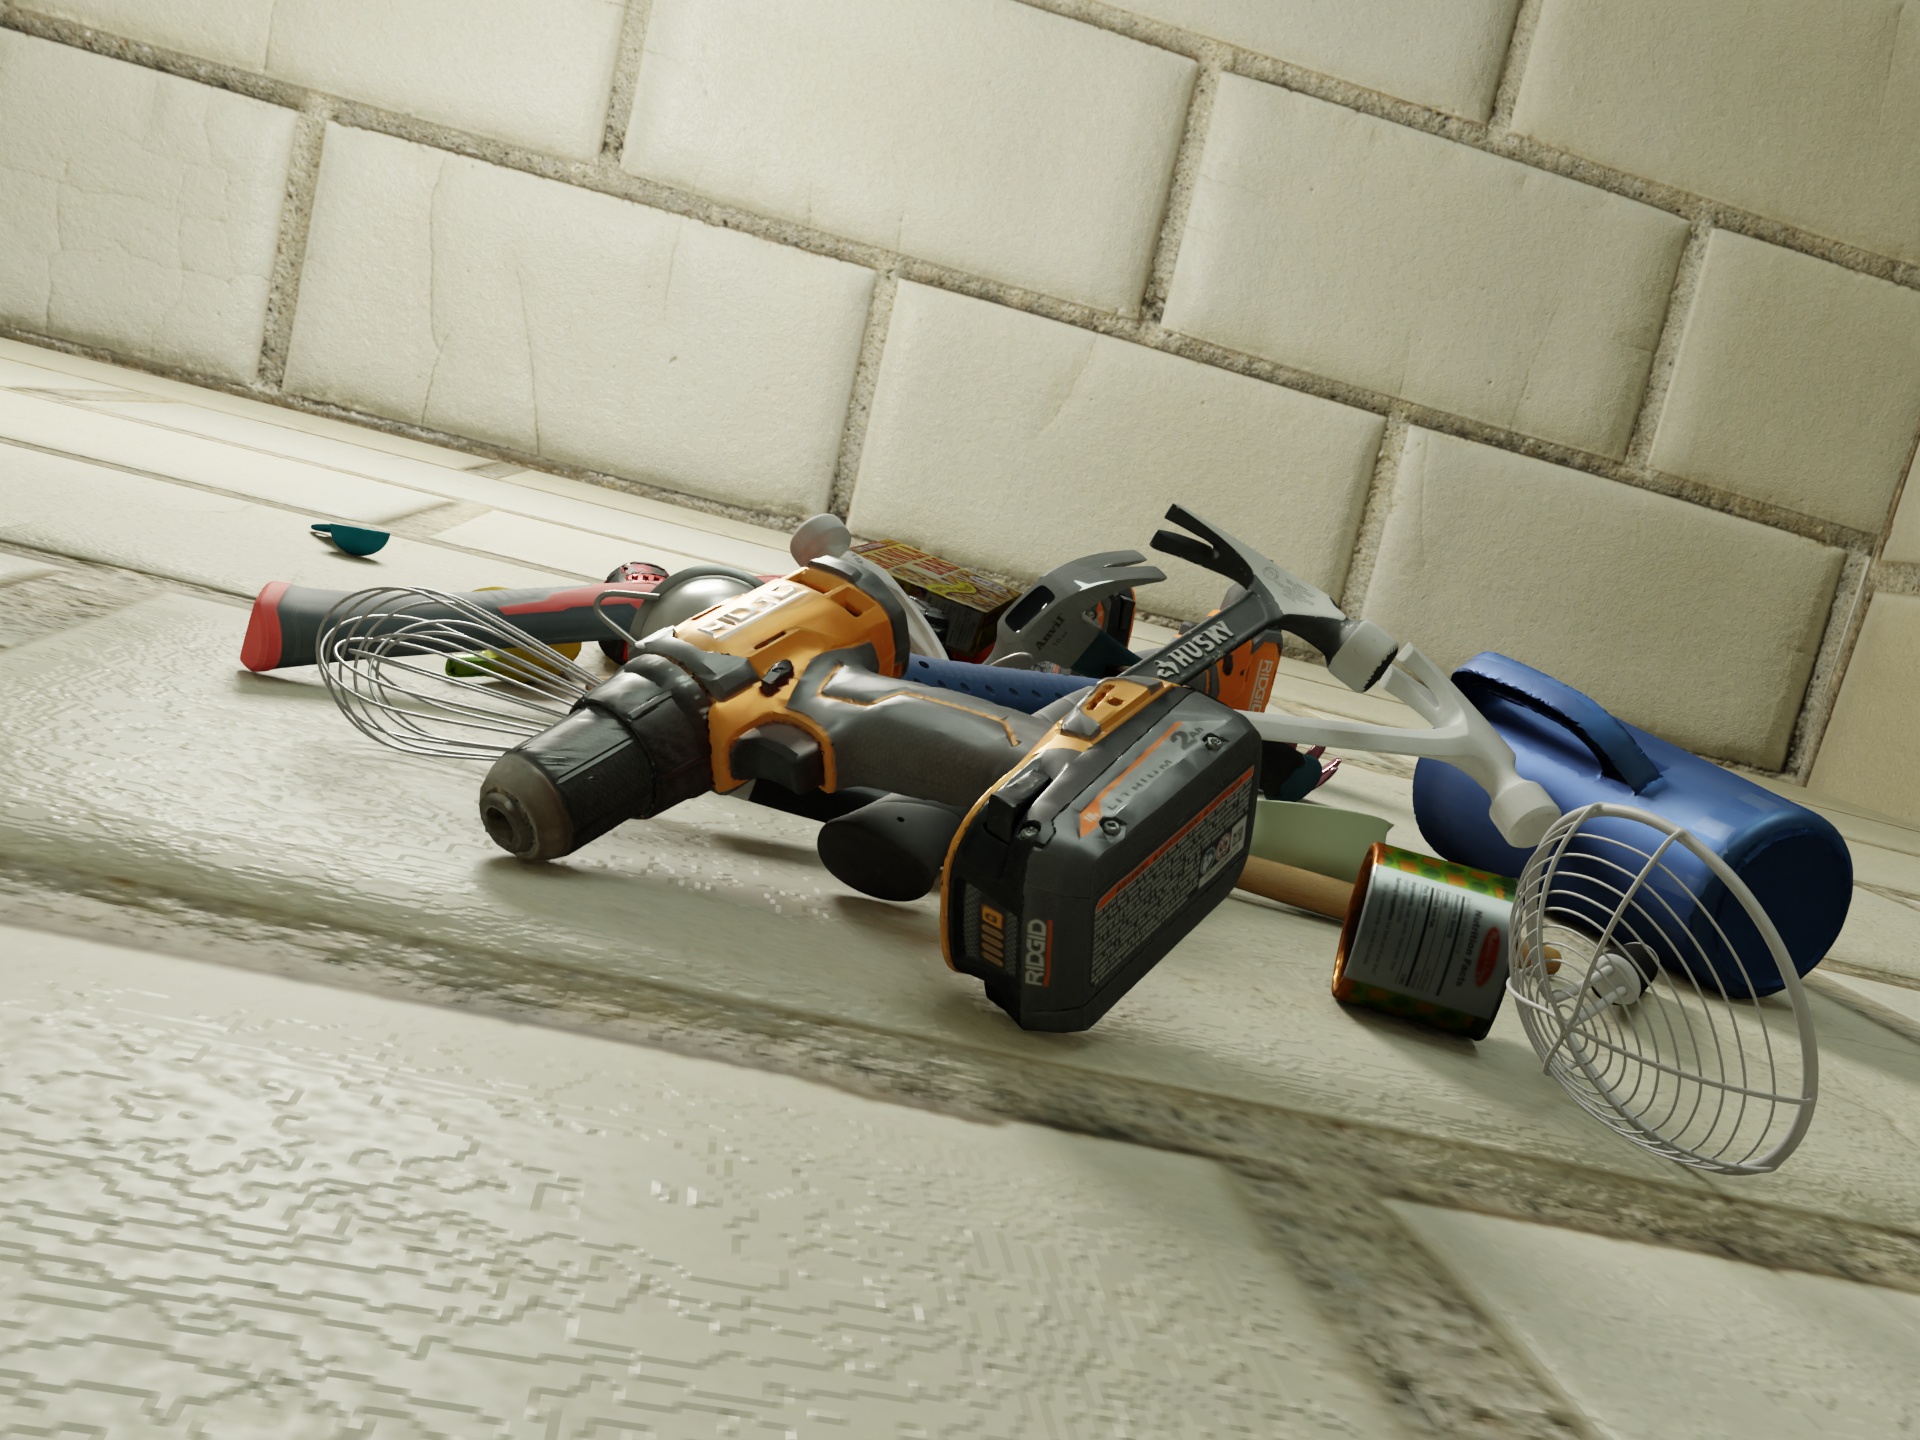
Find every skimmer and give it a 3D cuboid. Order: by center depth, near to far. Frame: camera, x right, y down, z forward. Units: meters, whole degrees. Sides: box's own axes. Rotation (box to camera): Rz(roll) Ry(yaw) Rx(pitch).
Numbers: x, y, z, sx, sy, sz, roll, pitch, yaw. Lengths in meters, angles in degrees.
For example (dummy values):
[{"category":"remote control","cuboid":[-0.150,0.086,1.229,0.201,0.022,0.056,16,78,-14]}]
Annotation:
[{"category":"skimmer","cuboid":[0.288,0.099,0.642,0.090,0.127,0.363,-28,-16,23]}]

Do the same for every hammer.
[{"category":"hammer","cuboid":[0.072,-0.013,0.753,0.149,0.036,0.409,40,37,17]},{"category":"hammer","cuboid":[-0.174,-0.047,0.837,0.386,0.038,0.143,-9,52,-45]},{"category":"hammer","cuboid":[0.138,-0.002,0.846,0.405,0.035,0.144,6,40,-29]},{"category":"hammer","cuboid":[0.136,-0.008,1.000,0.330,0.128,0.033,27,16,-46]}]

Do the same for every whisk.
[{"category":"whisk","cuboid":[-0.122,0.010,0.656,0.284,0.070,0.070,18,7,-10]}]

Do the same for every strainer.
[{"category":"strainer","cuboid":[-0.065,-0.009,0.819,0.258,0.087,0.050,25,-9,-21]}]

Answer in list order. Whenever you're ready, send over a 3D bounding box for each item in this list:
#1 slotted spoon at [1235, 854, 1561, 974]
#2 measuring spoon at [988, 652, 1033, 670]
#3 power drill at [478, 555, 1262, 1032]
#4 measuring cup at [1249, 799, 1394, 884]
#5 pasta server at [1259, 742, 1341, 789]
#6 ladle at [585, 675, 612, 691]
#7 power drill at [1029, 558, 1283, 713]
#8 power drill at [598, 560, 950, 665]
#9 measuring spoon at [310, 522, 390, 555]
[{"category":"slotted spoon","cuboid":[0.143,0.076,0.777,0.313,0.031,0.070,16,-1,-1]},{"category":"measuring spoon","cuboid":[-0.001,-0.003,0.855,0.034,0.018,0.124,17,-35,-33]},{"category":"power drill","cuboid":[-0.035,0.022,0.551,0.226,0.084,0.185,23,39,32]},{"category":"measuring cup","cuboid":[0.184,0.073,0.871,0.083,0.038,0.167,8,-9,5]},{"category":"pasta server","cuboid":[0.136,0.019,1.108,0.316,0.040,0.060,8,30,-31]},{"category":"ladle","cuboid":[-0.061,0.002,0.923,0.315,0.031,0.069,9,12,-26]},{"category":"power drill","cuboid":[0.163,-0.061,1.263,0.226,0.164,0.084,7,12,-34]},{"category":"power drill","cuboid":[-0.128,-0.057,1.039,0.219,0.078,0.143,9,9,-15]},{"category":"measuring spoon","cuboid":[-0.466,-0.136,1.197,0.042,0.021,0.129,7,2,-38]}]
